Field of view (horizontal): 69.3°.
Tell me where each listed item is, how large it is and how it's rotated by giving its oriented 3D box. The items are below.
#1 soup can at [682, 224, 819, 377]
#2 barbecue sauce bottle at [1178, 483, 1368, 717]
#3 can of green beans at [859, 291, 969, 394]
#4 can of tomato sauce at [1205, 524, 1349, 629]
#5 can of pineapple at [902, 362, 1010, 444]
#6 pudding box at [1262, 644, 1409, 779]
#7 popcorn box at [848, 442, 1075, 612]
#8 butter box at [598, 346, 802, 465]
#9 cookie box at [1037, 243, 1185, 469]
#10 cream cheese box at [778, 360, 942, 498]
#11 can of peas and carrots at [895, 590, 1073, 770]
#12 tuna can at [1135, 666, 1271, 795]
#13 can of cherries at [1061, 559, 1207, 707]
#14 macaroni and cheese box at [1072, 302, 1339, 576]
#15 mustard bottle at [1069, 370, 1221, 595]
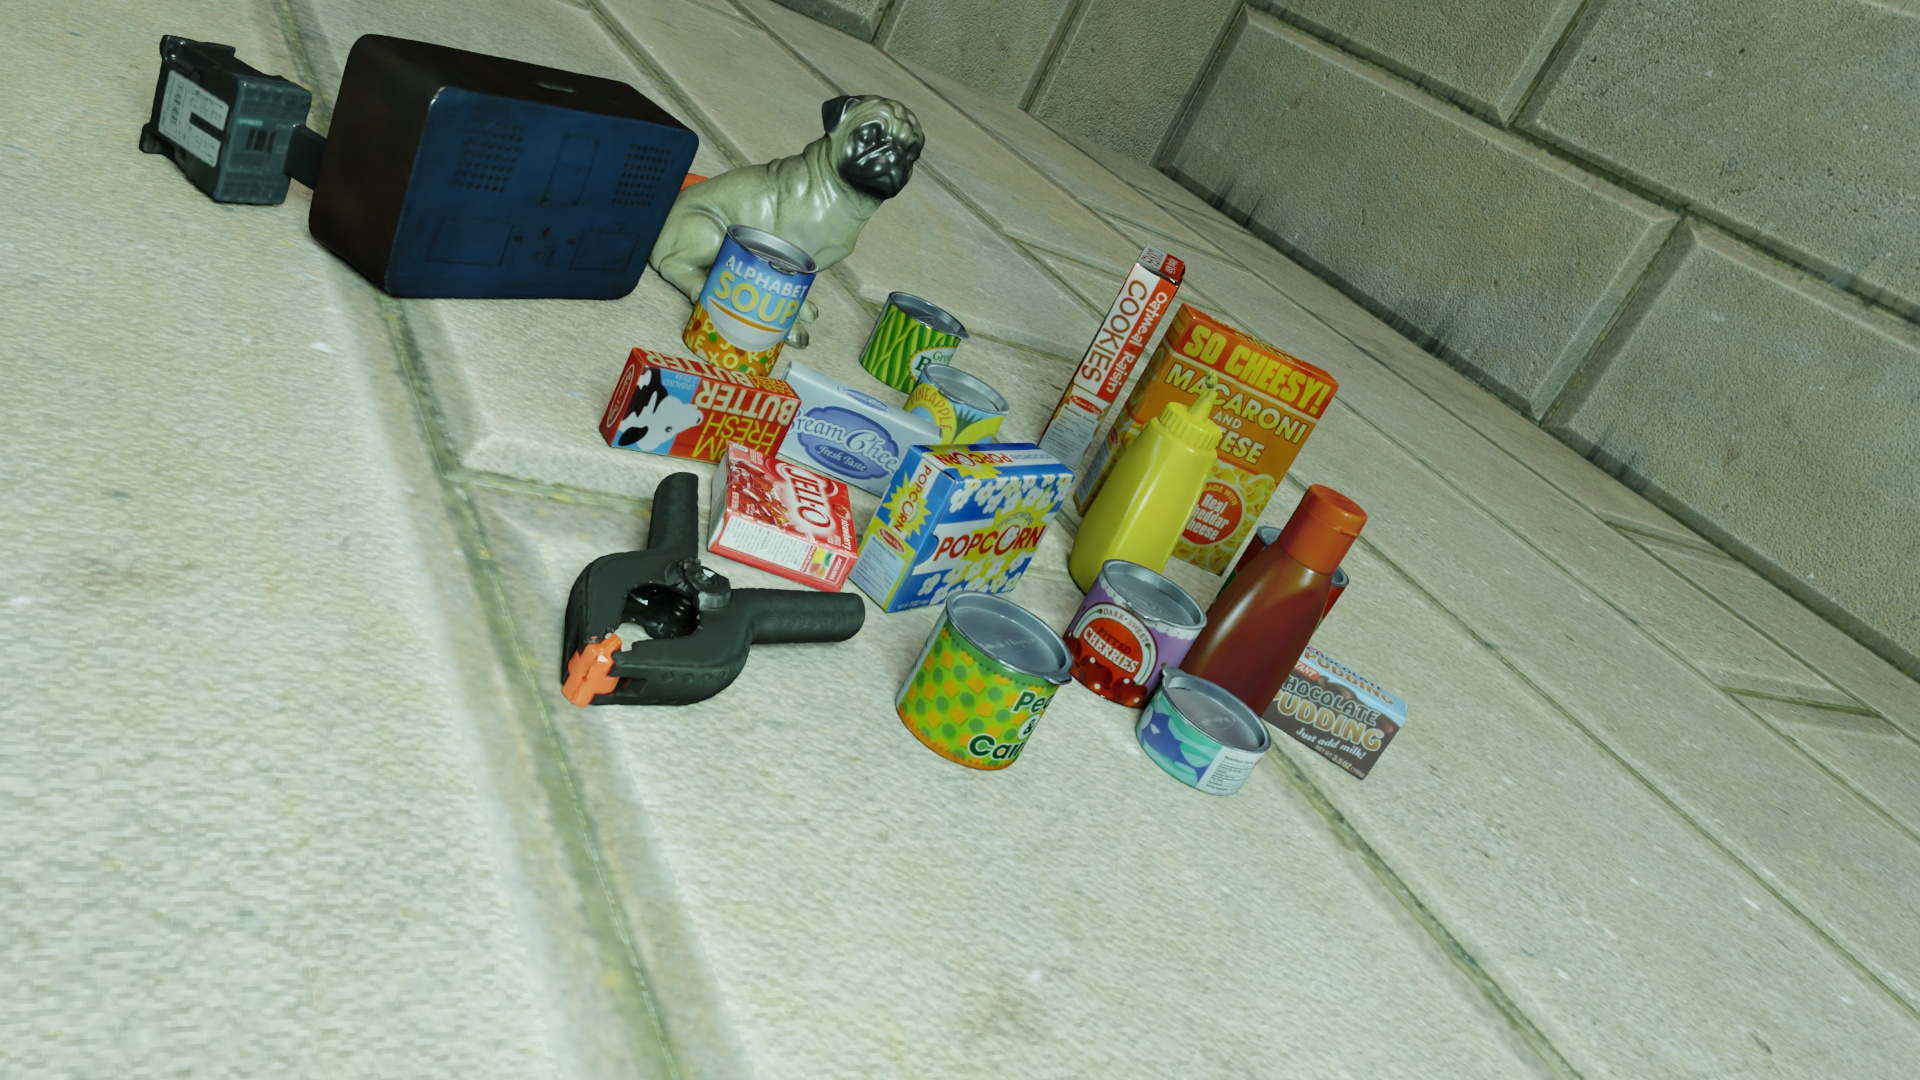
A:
[{"bbox_3d":[-0.142,-0.160,0.938,0.071,0.083,0.071,24,22,-10],"label":"soup can"},{"bbox_3d":[0.176,0.039,0.786,0.065,0.148,0.044,15,25,-30],"label":"barbecue sauce bottle"},{"bbox_3d":[-0.038,-0.152,1.079,0.071,0.057,0.071,24,22,-10],"label":"can of green beans"},{"bbox_3d":[0.200,0.042,0.895,0.071,0.082,0.071,24,22,-10],"label":"can of tomato sauce"},{"bbox_3d":[-0.009,-0.081,0.957,0.071,0.057,0.071,24,22,-10],"label":"can of pineapple"},{"bbox_3d":[0.221,0.100,0.839,0.084,0.049,0.030,32,22,10],"label":"pudding box"},{"bbox_3d":[0.003,-0.010,0.775,0.038,0.085,0.127,39,24,26],"label":"popcorn box"},{"bbox_3d":[-0.145,-0.072,0.781,0.103,0.053,0.024,8,29,-40],"label":"butter box"},{"bbox_3d":[0.123,-0.151,1.119,0.040,0.166,0.123,29,21,1],"label":"cookie box"},{"bbox_3d":[-0.069,-0.065,0.856,0.104,0.053,0.024,24,22,-11],"label":"cream cheese box"},{"bbox_3d":[0.012,0.067,0.652,0.071,0.058,0.071,24,22,-10],"label":"can of peas and carrots"},{"bbox_3d":[0.128,0.102,0.746,0.071,0.032,0.071,24,22,-10],"label":"tuna can"},{"bbox_3d":[0.094,0.053,0.781,0.071,0.058,0.072,24,22,-10],"label":"can of cherries"},{"bbox_3d":[0.175,-0.071,1.005,0.124,0.165,0.040,22,22,-14],"label":"macaroni and cheese box"},{"bbox_3d":[0.124,-0.034,0.872,0.049,0.159,0.065,19,23,-22],"label":"mustard bottle"}]
